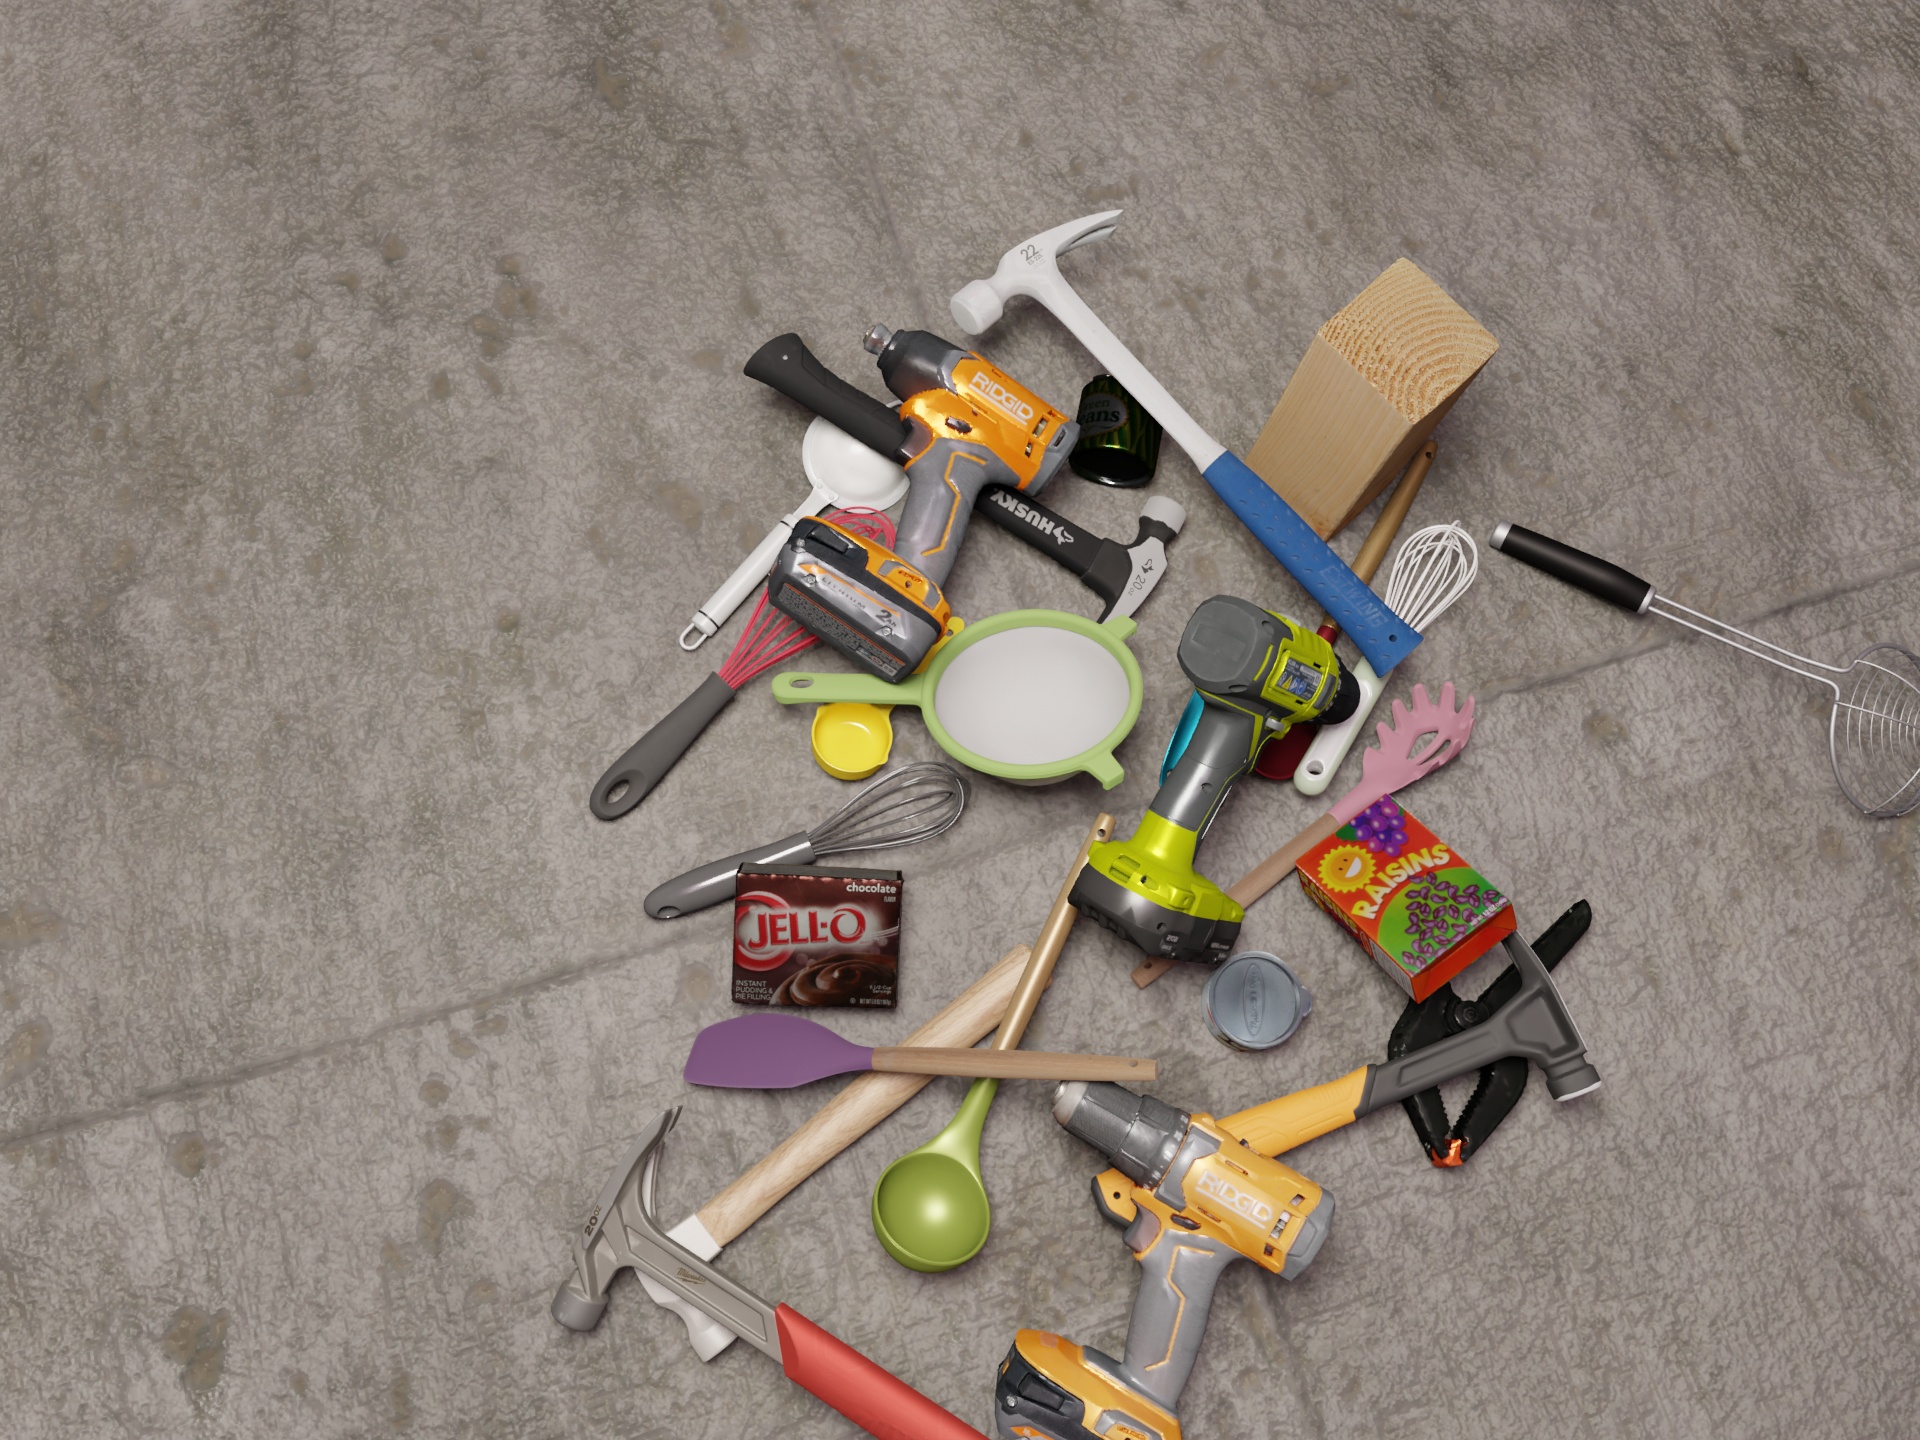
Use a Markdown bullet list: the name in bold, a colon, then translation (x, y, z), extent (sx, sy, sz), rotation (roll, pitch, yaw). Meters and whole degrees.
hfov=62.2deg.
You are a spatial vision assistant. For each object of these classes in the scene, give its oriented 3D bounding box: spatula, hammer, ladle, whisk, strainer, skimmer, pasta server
- **spatula**: translation (-0.030, 0.216, 1.021), extent (0.316, 0.018, 0.060), rotation (-1, 43, 18)
- **hammer**: translation (0.242, 0.247, 1.054), extent (0.337, 0.034, 0.127), rotation (-23, 72, -1)
- **ladle**: translation (0.285, -0.088, 1.184), extent (0.069, 0.031, 0.315), rotation (36, 72, -10)
- **whisk**: translation (0.307, -0.048, 1.155), extent (0.058, 0.059, 0.246), rotation (27, 72, 21)
- **ladle**: translation (0.034, 0.204, 1.038), extent (0.078, 0.062, 0.320), rotation (26, 78, 0)
- **hammer**: translation (-0.076, 0.261, 1.055), extent (0.331, 0.031, 0.130), rotation (-38, 80, -13)
- **strainer**: translation (-0.116, -0.148, 1.169), extent (0.087, 0.050, 0.258), rotation (42, 78, -7)
- **hammer**: translation (0.179, -0.197, 1.137), extent (0.144, 0.035, 0.405), rotation (-41, 84, -15)
- **skimmer**: translation (0.564, -0.052, 1.191), extent (0.363, 0.090, 0.127), rotation (28, 76, 15)
- **hammer**: translation (-0.071, 0.385, 0.960), extent (0.359, 0.036, 0.149), rotation (29, 91, 12)
- **whisk**: translation (-0.152, -0.040, 1.124), extent (0.073, 0.073, 0.296), rotation (43, 82, 8)
- **hammer**: translation (-0.006, -0.174, 1.151), extent (0.334, 0.035, 0.146), rotation (31, 76, -8)
- **strainer**: translation (-0.002, -0.004, 1.103), extent (0.256, 0.069, 0.152), rotation (2, 49, 10)
- **whisk**: translation (-0.105, 0.086, 1.097), extent (0.239, 0.055, 0.055), rotation (-21, 76, -6)
- **pasta server**: translation (0.242, 0.083, 1.125), extent (0.316, 0.040, 0.060), rotation (-37, 46, -11)

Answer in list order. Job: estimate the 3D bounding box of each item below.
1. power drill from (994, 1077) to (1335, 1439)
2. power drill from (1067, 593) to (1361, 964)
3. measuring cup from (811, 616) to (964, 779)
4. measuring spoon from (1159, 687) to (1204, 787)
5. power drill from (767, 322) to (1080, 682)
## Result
- **power drill**: translation (0.101, 0.346, 0.993), extent (0.185, 0.084, 0.226), rotation (30, 88, 5)
- **power drill**: translation (0.178, 0.041, 1.049), extent (0.080, 0.190, 0.228), rotation (29, 97, 37)
- **measuring cup**: translation (-0.048, -0.018, 1.147), extent (0.062, 0.029, 0.156), rotation (38, 63, 8)
- **measuring spoon**: translation (0.171, -0.005, 1.160), extent (0.042, 0.021, 0.128), rotation (22, 83, 2)
- **power drill**: translation (-0.037, -0.158, 1.083), extent (0.164, 0.084, 0.226), rotation (34, 70, -6)
